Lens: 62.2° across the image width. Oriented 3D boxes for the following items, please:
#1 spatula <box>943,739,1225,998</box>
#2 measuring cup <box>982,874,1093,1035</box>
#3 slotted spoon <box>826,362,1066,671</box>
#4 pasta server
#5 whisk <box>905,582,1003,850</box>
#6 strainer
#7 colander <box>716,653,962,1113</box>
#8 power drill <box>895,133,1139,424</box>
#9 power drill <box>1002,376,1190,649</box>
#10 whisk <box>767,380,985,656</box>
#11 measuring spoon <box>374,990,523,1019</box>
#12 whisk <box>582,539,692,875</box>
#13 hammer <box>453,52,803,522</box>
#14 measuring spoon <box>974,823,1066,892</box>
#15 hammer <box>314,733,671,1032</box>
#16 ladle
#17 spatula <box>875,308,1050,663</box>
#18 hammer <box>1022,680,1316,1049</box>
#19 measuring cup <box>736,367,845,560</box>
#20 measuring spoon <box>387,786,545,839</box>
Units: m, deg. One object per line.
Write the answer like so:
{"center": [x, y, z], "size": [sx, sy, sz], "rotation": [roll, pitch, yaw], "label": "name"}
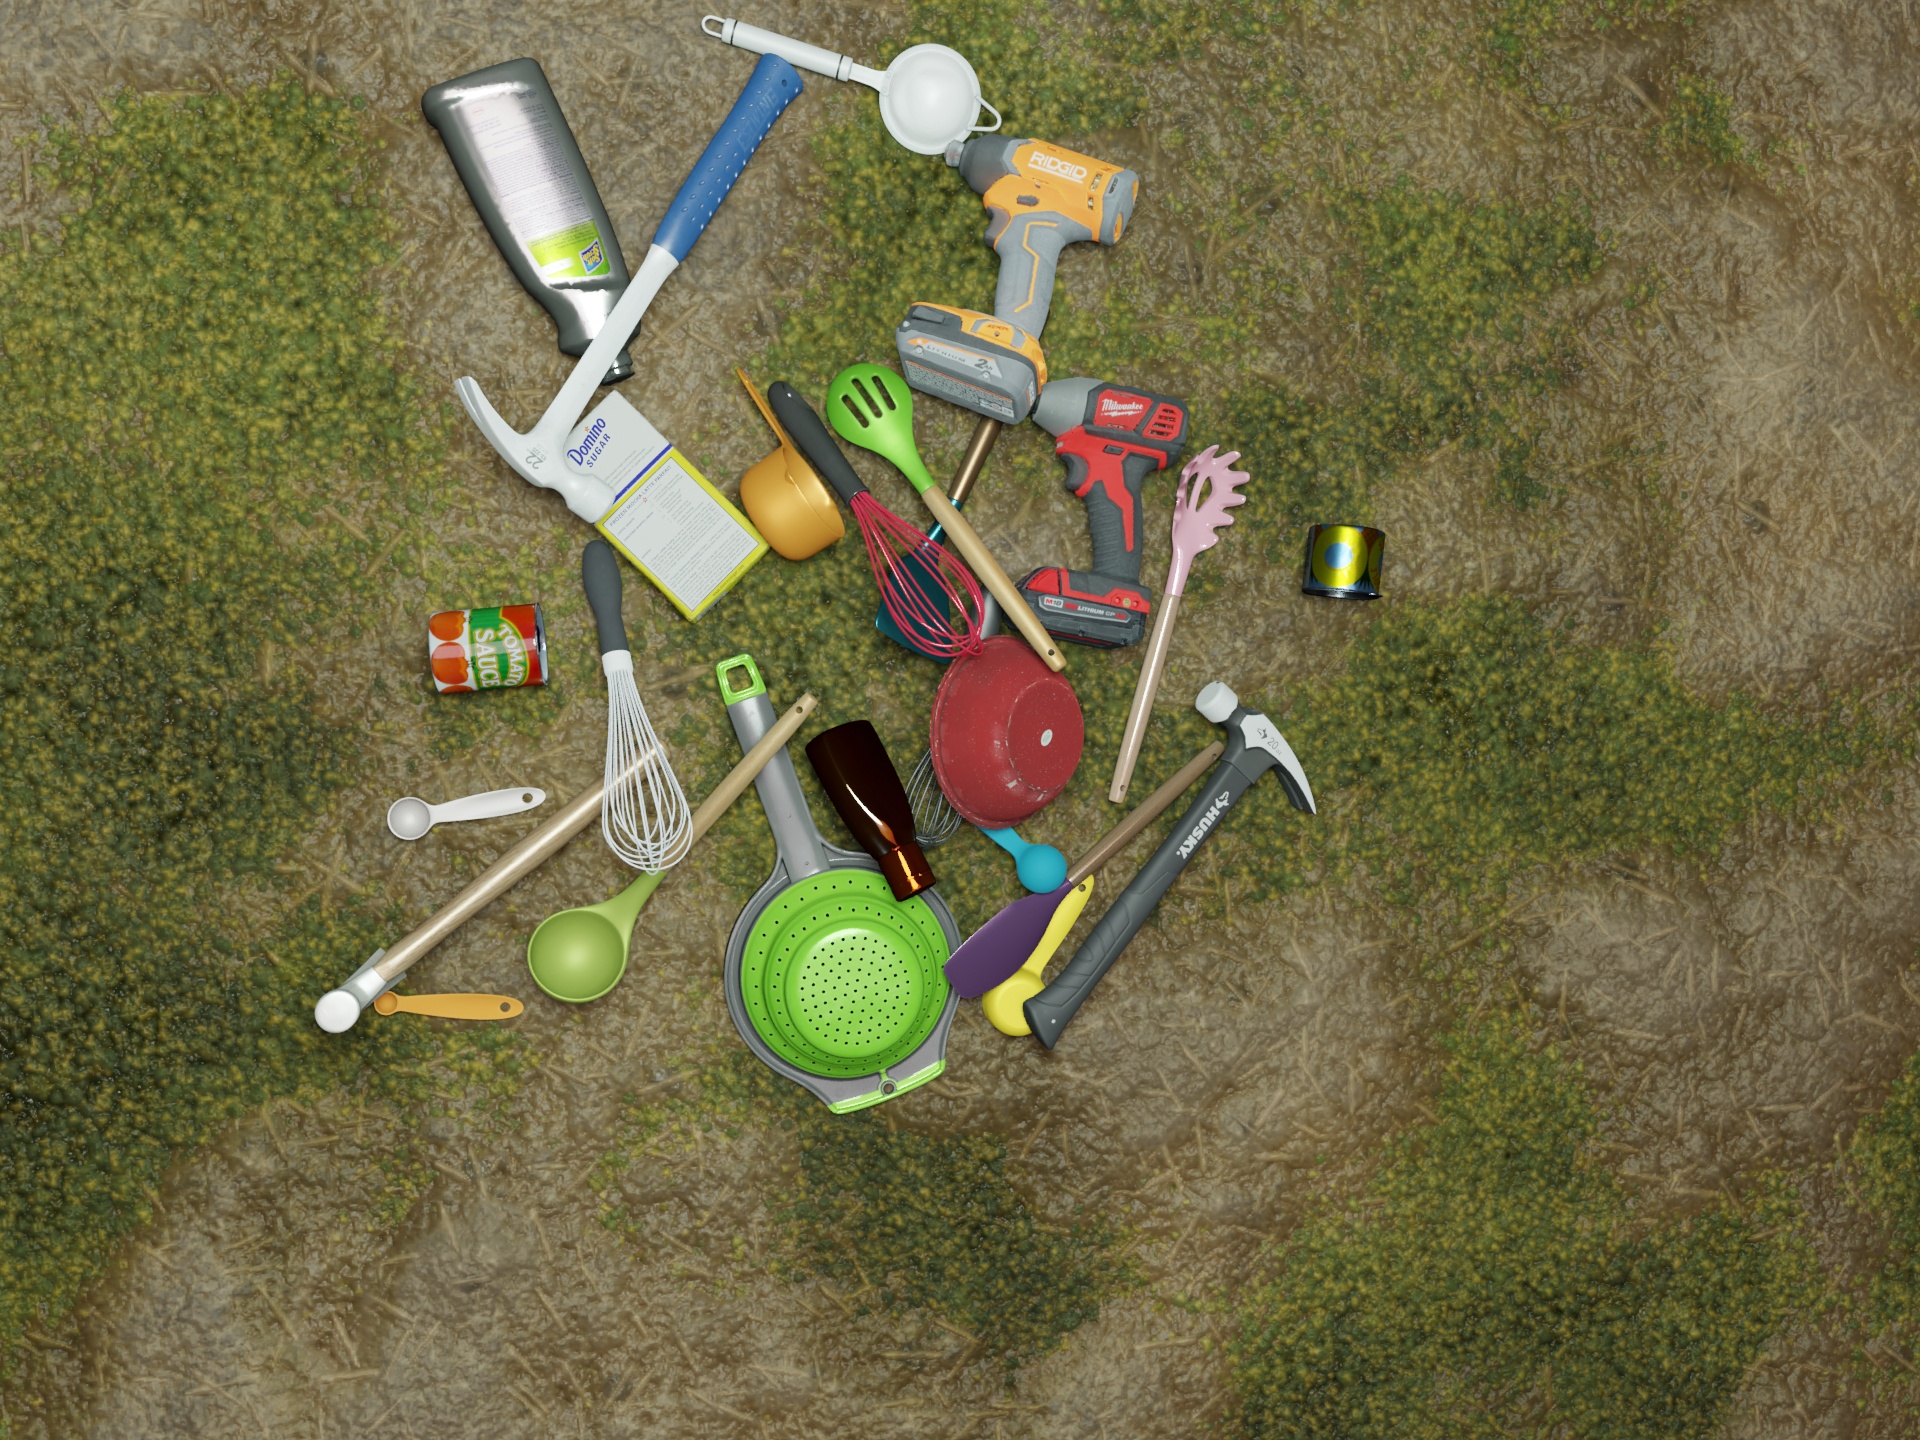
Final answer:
{"center": [0.112, 0.123, 1.357], "size": [0.316, 0.018, 0.059], "rotation": [-41, 121, -13], "label": "spatula"}
{"center": [0.074, 0.200, 1.362], "size": [0.062, 0.029, 0.156], "rotation": [31, 88, -9], "label": "measuring cup"}
{"center": [-0.009, -0.168, 1.293], "size": [0.070, 0.031, 0.314], "rotation": [-35, 81, -3], "label": "slotted spoon"}
{"center": [0.178, -0.081, 1.369], "size": [0.060, 0.040, 0.316], "rotation": [16, 90, -20], "label": "pasta server"}
{"center": [-0.003, -0.005, 1.326], "size": [0.055, 0.055, 0.239], "rotation": [15, 93, -9], "label": "whisk"}
{"center": [-0.089, -0.535, 1.314], "size": [0.258, 0.050, 0.087], "rotation": [16, 103, -6], "label": "strainer"}
{"center": [-0.118, 0.136, 1.297], "size": [0.204, 0.094, 0.397], "rotation": [-20, 95, -8], "label": "colander"}
{"center": [0.030, -0.375, 1.305], "size": [0.164, 0.084, 0.226], "rotation": [23, 80, 10], "label": "power drill"}
{"center": [0.105, -0.178, 1.337], "size": [0.143, 0.078, 0.220], "rotation": [11, 87, -10], "label": "power drill"}
{"center": [-0.071, -0.164, 1.278], "size": [0.073, 0.073, 0.296], "rotation": [-34, 73, -7], "label": "whisk"}
{"center": [-0.416, 0.231, 1.296], "size": [0.117, 0.011, 0.021], "rotation": [5, 90, -13], "label": "measuring spoon"}
{"center": [-0.266, -0.014, 1.259], "size": [0.070, 0.070, 0.285], "rotation": [-11, 72, -9], "label": "whisk"}
{"center": [-0.242, -0.362, 1.250], "size": [0.144, 0.035, 0.405], "rotation": [37, 73, -33], "label": "hammer"}
{"center": [0.037, 0.093, 1.336], "size": [0.129, 0.021, 0.042], "rotation": [41, 72, 13], "label": "measuring spoon"}
{"center": [-0.364, 0.124, 1.259], "size": [0.331, 0.130, 0.031], "rotation": [-41, 97, -17], "label": "hammer"}
{"center": [-0.226, 0.099, 1.270], "size": [0.078, 0.062, 0.320], "rotation": [43, 96, 3], "label": "ladle"}
{"center": [0.013, -0.206, 1.336], "size": [0.082, 0.044, 0.317], "rotation": [27, 85, -33], "label": "spatula"}
{"center": [0.168, 0.139, 1.353], "size": [0.146, 0.035, 0.335], "rotation": [41, 83, -21], "label": "hammer"}
{"center": [-0.159, -0.208, 1.300], "size": [0.052, 0.095, 0.174], "rotation": [-34, 74, 12], "label": "measuring cup"}
{"center": [-0.400, 0.071, 1.293], "size": [0.124, 0.018, 0.034], "rotation": [-9, 93, -16], "label": "measuring spoon"}
